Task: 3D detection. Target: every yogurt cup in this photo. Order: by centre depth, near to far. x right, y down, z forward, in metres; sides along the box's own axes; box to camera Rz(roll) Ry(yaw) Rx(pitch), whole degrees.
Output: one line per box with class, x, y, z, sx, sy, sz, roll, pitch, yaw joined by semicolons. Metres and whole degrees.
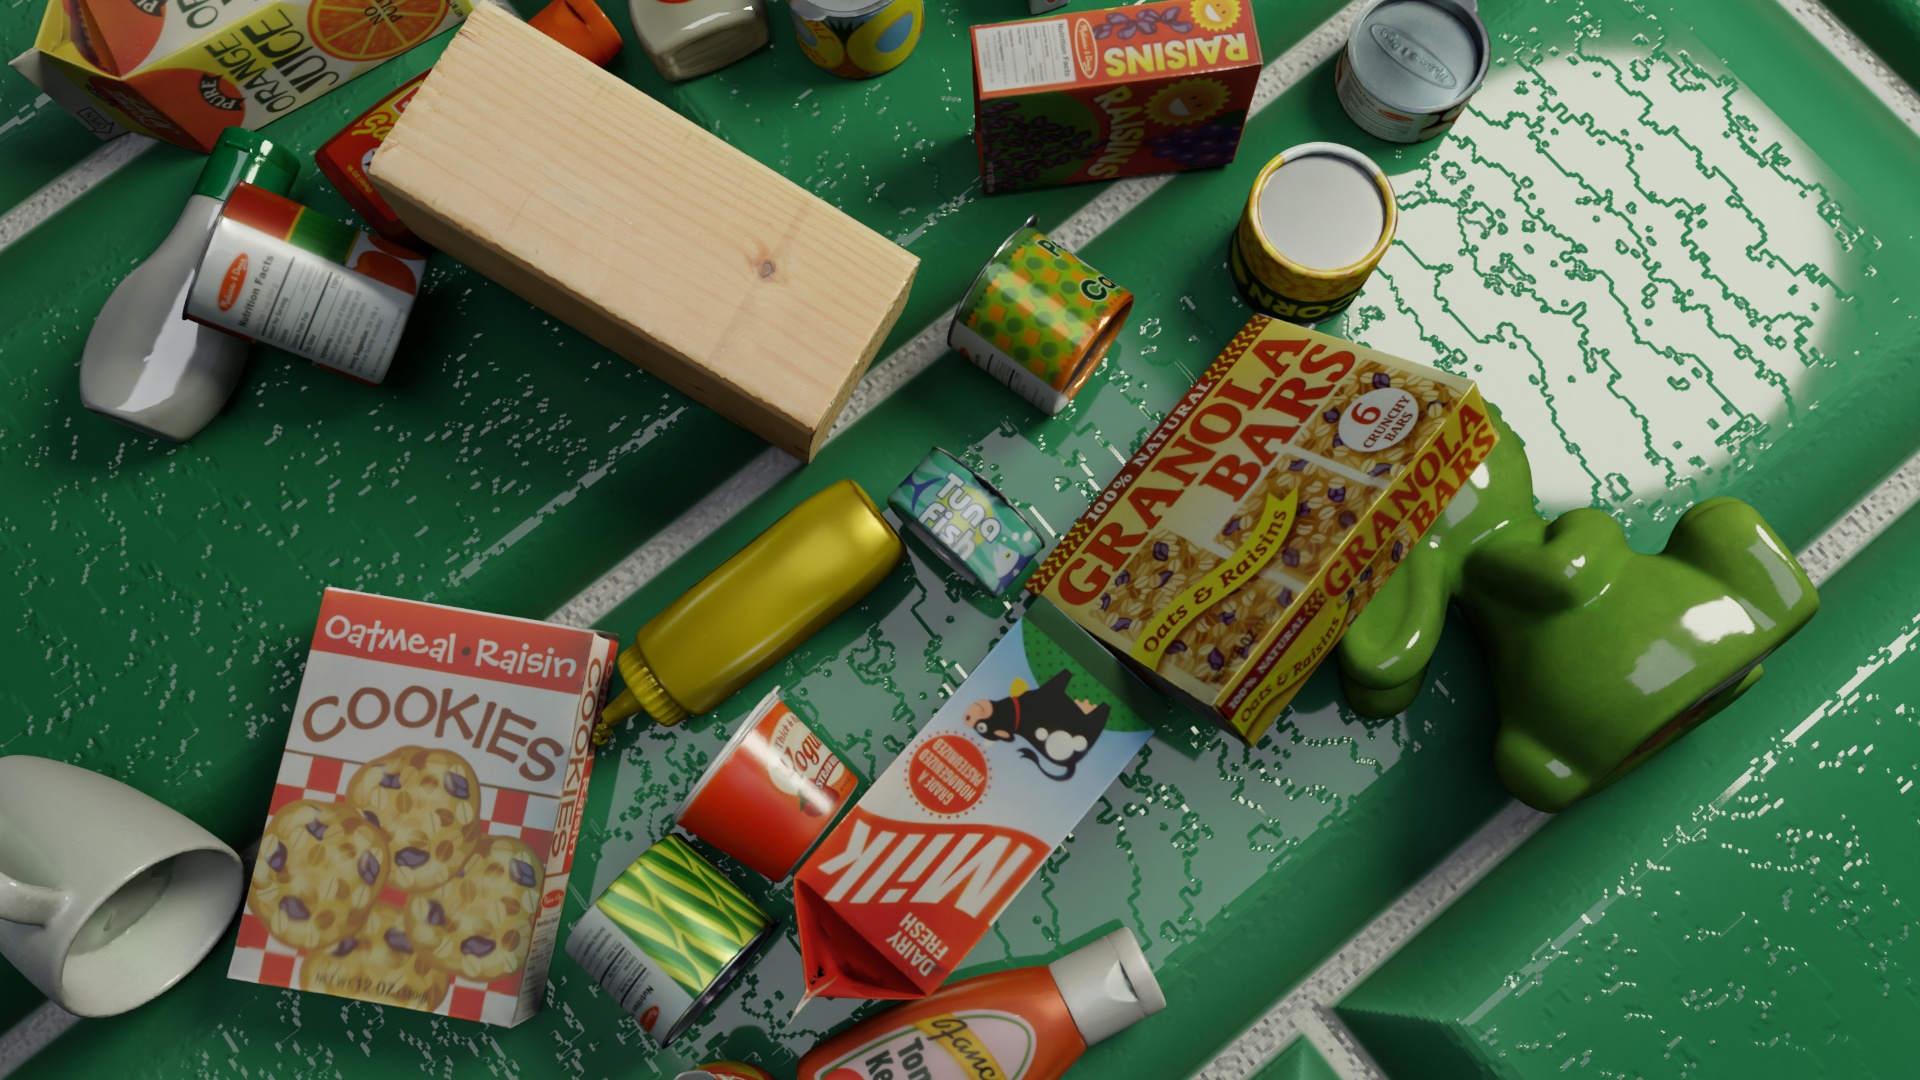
yogurt cup;-0.080;0.107;0.587;0.054;0.072;0.072;38;82;0

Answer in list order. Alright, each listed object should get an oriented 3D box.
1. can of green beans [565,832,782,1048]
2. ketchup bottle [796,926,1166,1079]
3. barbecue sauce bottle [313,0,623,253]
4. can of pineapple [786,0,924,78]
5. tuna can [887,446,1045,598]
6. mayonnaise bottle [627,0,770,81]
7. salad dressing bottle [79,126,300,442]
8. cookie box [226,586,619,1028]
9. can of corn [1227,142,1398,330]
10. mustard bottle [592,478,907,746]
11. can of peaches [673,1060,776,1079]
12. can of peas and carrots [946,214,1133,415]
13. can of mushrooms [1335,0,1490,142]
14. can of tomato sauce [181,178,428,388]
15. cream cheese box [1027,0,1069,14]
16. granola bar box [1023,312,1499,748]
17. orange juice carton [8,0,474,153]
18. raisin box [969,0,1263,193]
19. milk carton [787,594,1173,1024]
can of green beans;-0.119;0.164;0.574;0.058;0.071;0.071;41;83;9
ketchup bottle;0.011;0.209;0.573;0.149;0.043;0.065;-26;79;-4
barbecue sauce bottle;-0.229;-0.205;0.664;0.149;0.043;0.065;-42;84;-7
can of pineapple;-0.053;-0.263;0.664;0.071;0.057;0.071;0;78;2
tuna can;0.002;-0.008;0.604;0.071;0.071;0.033;41;84;9
mayonnaise bottle;-0.147;-0.303;0.683;0.065;0.041;0.148;-23;79;-1
salad dressing bottle;-0.357;-0.121;0.652;0.064;0.044;0.148;18;78;2
cookie box;-0.228;0.112;0.602;0.123;0.040;0.167;9;80;3
can of corn;0.159;-0.136;0.632;0.071;0.058;0.071;0;78;2
mustard bottle;-0.098;0.036;0.602;0.160;0.065;0.049;-37;84;-2
can of peaches;-0.100;0.247;0.561;0.071;0.058;0.071;0;78;2
can of peas and carrots;0.038;-0.100;0.623;0.059;0.071;0.071;36;82;7
can of mushrooms;0.216;-0.228;0.662;0.071;0.033;0.071;0;78;2
can of tomato sauce;-0.291;-0.114;0.622;0.083;0.071;0.071;21;79;-26
cream cheese box;0.028;-0.317;0.675;0.024;0.053;0.104;-19;78;-1
granola bar box;0.123;-0.011;0.583;0.166;0.039;0.124;-49;40;-8
orange juice carton;-0.344;-0.254;0.663;0.193;0.071;0.073;-30;79;-5
raisin box;0.068;-0.202;0.634;0.123;0.086;0.040;-7;74;0
milk carton;-0.003;0.120;0.577;0.073;0.072;0.191;41;83;8
